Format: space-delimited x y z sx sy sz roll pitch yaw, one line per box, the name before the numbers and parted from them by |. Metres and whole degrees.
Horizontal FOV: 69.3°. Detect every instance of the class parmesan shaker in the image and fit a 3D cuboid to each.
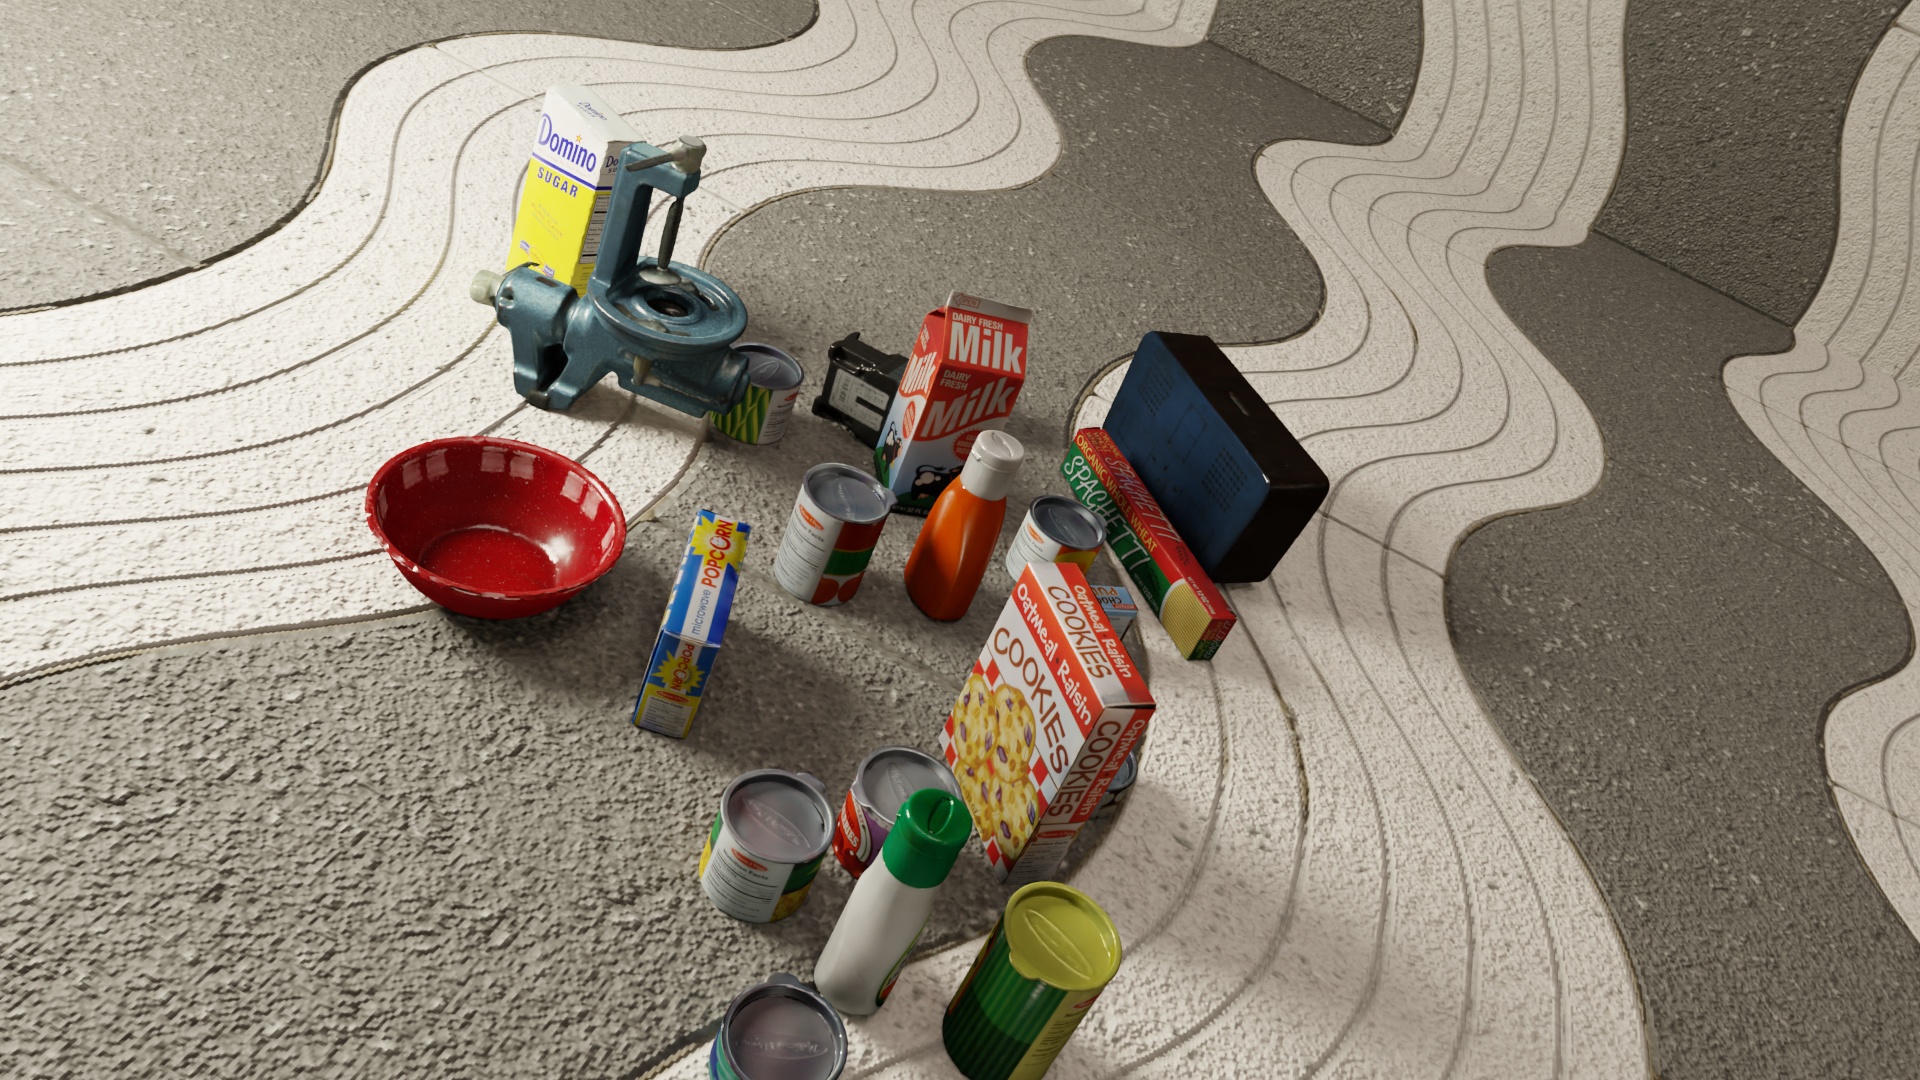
parmesan shaker | 0.034 0.243 0.749 0.071 0.102 0.072 16 36 -12

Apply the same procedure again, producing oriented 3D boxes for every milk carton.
milk carton | -0.006 -0.112 1.112 0.072 0.189 0.074 9 38 -21

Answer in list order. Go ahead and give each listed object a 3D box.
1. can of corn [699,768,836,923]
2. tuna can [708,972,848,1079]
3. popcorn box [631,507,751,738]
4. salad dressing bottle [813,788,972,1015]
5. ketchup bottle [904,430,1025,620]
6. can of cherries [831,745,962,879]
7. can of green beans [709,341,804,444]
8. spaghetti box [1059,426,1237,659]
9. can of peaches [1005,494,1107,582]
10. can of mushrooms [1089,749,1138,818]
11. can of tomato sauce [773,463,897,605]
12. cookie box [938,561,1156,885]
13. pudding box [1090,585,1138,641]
can of corn | -0.109 0.173 0.794 0.071 0.058 0.071 16 36 -12
tuna can | -0.094 0.261 0.711 0.071 0.032 0.071 16 36 -12
popcorn box | -0.172 0.052 0.892 0.038 0.084 0.127 17 36 -10
salad dressing bottle | -0.036 0.192 0.736 0.044 0.146 0.064 28 35 4
ketchup bottle | 0.004 -0.013 1.025 0.043 0.148 0.065 -2 43 -33
can of cherries | -0.042 0.168 0.841 0.071 0.058 0.072 16 36 -12
can of green beans | -0.168 -0.121 1.143 0.071 0.057 0.071 16 36 -12
spaghetti box | 0.155 -0.003 1.187 0.029 0.050 0.251 1 41 -30
can of peaches | 0.078 0.006 1.123 0.071 0.057 0.071 16 36 -12
can of mushrooms | 0.087 0.155 0.955 0.071 0.033 0.071 16 36 -12
can of tomato sauce | -0.092 -0.004 1.013 0.071 0.082 0.071 16 36 -12
cookie box | 0.050 0.114 0.870 0.040 0.166 0.123 3 40 -28
pudding box | 0.089 0.060 1.066 0.084 0.049 0.030 4 40 -26
